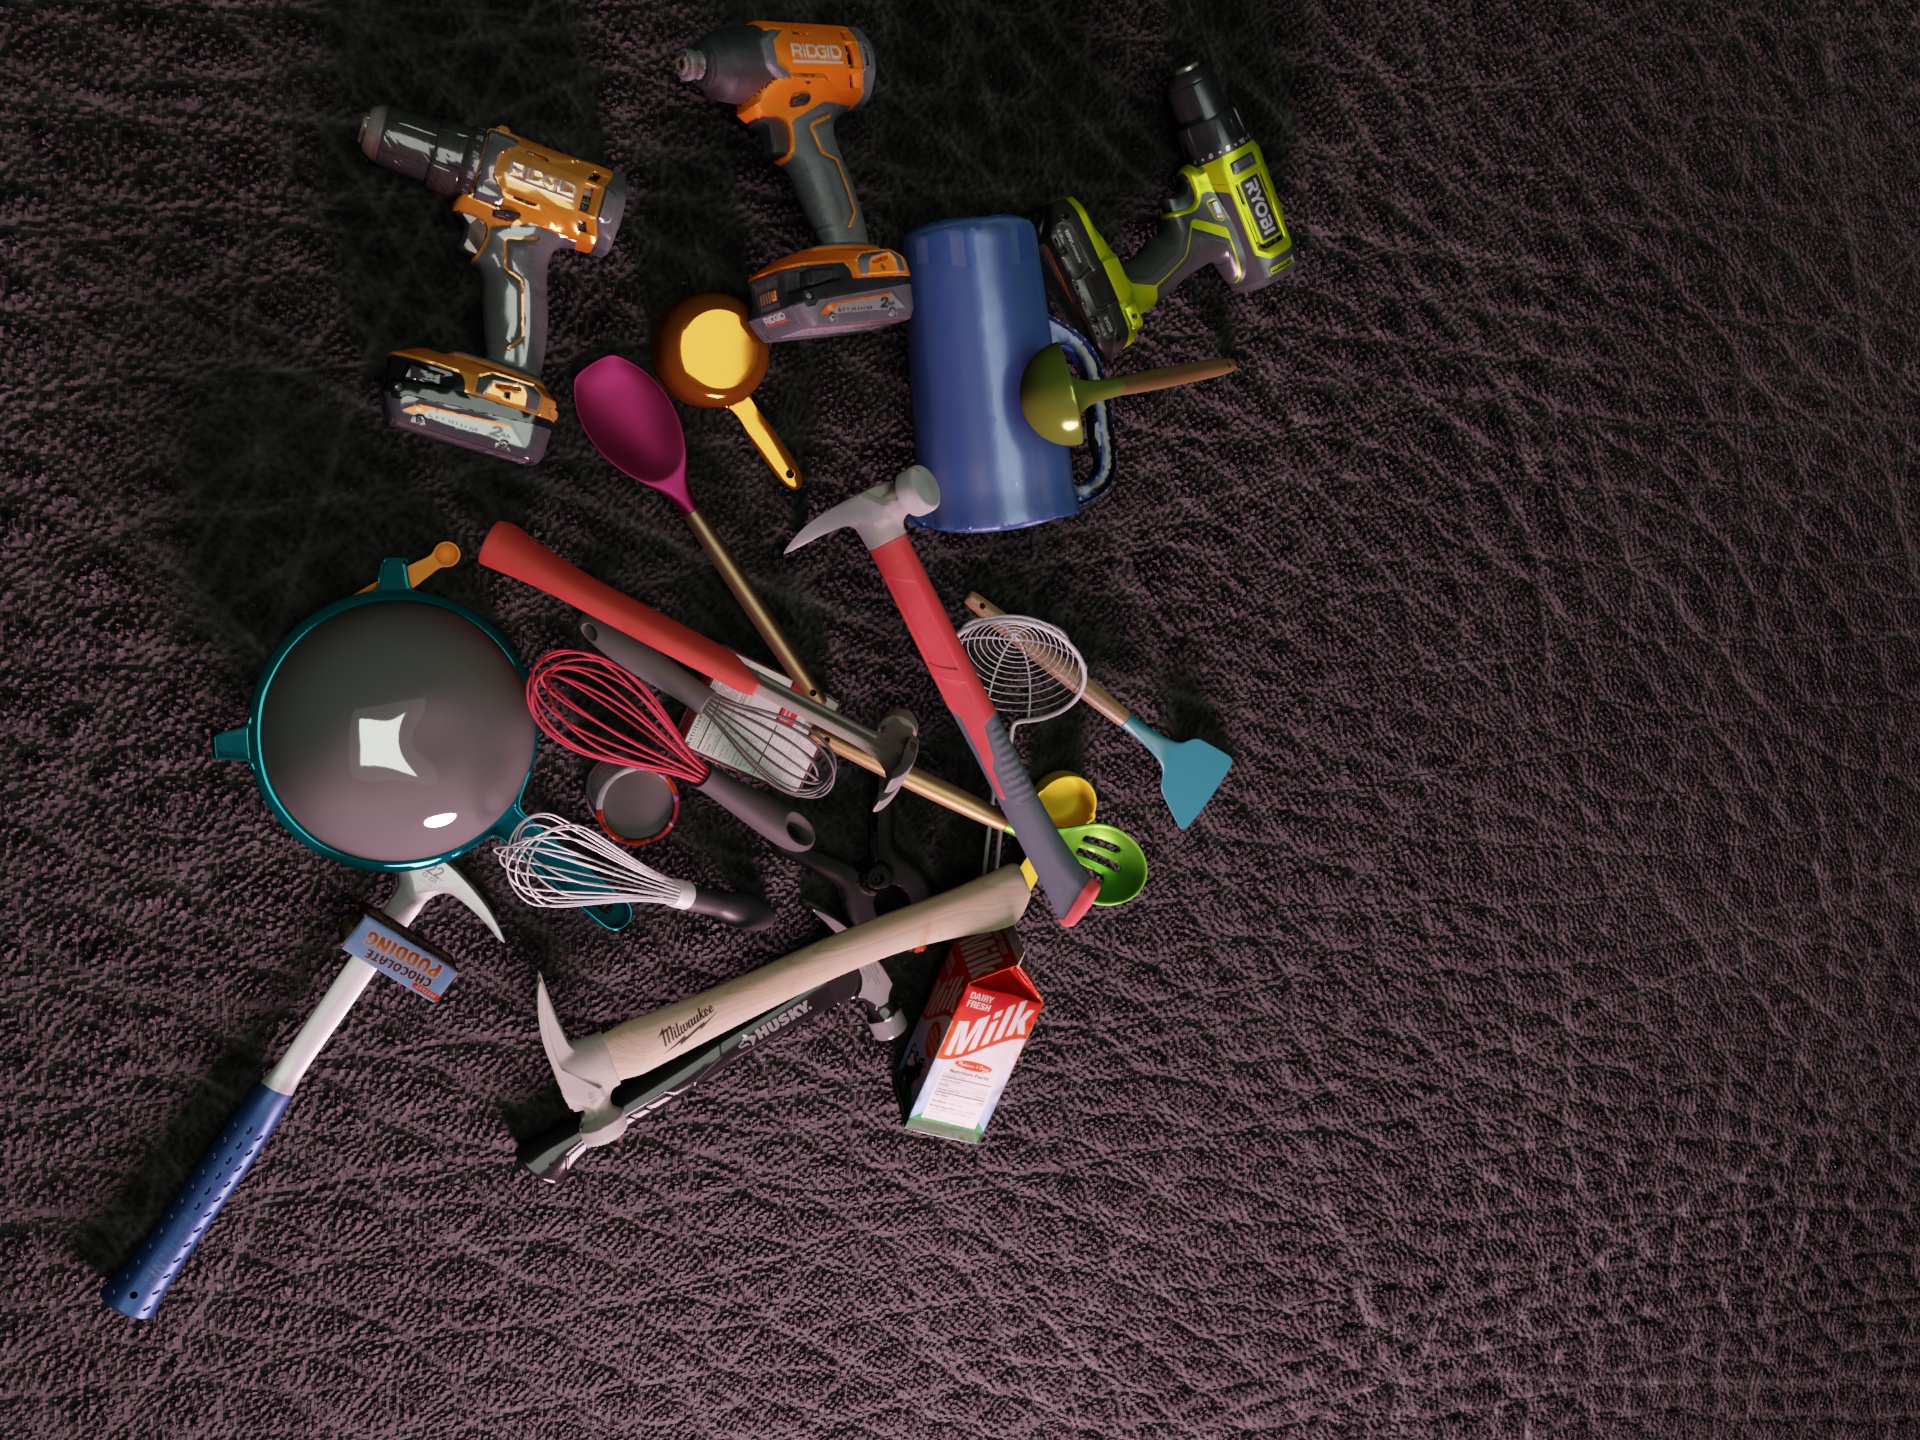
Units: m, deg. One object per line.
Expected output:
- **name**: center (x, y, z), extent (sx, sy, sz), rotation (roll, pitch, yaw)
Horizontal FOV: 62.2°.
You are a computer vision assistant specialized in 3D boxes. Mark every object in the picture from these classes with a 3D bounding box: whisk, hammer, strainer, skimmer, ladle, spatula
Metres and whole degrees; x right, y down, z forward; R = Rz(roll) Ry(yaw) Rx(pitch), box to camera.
- **whisk**: center (-0.242, 0.128, 1.235), extent (0.284, 0.070, 0.070), rotation (26, 89, -51)
- **hammer**: center (-0.215, 0.280, 1.331), extent (0.335, 0.035, 0.146), rotation (-29, 110, -14)
- **strainer**: center (-0.356, 0.052, 1.178), extent (0.340, 0.095, 0.211), rotation (47, 68, -25)
- **skimmer**: center (0.029, 0.087, 1.363), extent (0.127, 0.090, 0.363), rotation (6, 100, 1)
- **hammer**: center (-0.136, 0.198, 1.298), extent (0.410, 0.038, 0.146), rotation (-22, 104, -14)
- **hammer**: center (-0.002, -0.004, 1.279), extent (0.038, 0.143, 0.386), rotation (-39, 105, -54)
- **whisk**: center (-0.197, -0.016, 1.237), extent (0.239, 0.055, 0.055), rotation (33, 86, 2)
- **hammer**: center (-0.197, -0.047, 1.197), extent (0.359, 0.149, 0.036), rotation (28, 109, -5)
- **hammer**: center (-0.508, 0.273, 1.210), extent (0.144, 0.035, 0.405), rotation (36, 86, -23)
- **ladle**: center (0.151, -0.277, 1.290), extent (0.320, 0.062, 0.078), rotation (-23, 101, -48)
- **spatula**: center (0.122, -0.016, 1.420), extent (0.317, 0.044, 0.082), rotation (38, 86, -19)
- **whisk**: center (-0.212, 0.032, 1.217), extent (0.295, 0.073, 0.073), rotation (38, 84, -40)

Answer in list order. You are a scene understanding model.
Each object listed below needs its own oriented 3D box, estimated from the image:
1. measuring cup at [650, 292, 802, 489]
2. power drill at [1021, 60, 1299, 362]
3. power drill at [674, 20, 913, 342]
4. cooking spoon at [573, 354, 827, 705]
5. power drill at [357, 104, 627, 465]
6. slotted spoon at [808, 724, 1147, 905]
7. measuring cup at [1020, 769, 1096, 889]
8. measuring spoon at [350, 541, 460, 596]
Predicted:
- **measuring cup**: center (-0.169, -0.253, 1.240), extent (0.095, 0.052, 0.173), rotation (-38, 109, -12)
- **power drill**: center (0.162, -0.422, 1.332), extent (0.228, 0.080, 0.190), rotation (-33, 110, -16)
- **power drill**: center (-0.125, -0.404, 1.188), extent (0.164, 0.084, 0.226), rotation (-17, 101, -41)
- **cooking spoon**: center (-0.197, -0.142, 1.249), extent (0.069, 0.017, 0.318), rotation (-36, 102, -12)
- **power drill**: center (-0.355, -0.315, 1.141), extent (0.185, 0.084, 0.226), rotation (15, 90, -23)
- **slotted spoon**: center (0.016, 0.072, 1.325), extent (0.313, 0.031, 0.070), rotation (26, 101, -15)
- **measuring cup**: center (0.066, 0.114, 1.424), extent (0.062, 0.029, 0.156), rotation (24, 102, -24)
- **measuring spoon**: center (-0.427, -0.100, 1.189), extent (0.117, 0.011, 0.021), rotation (-34, 120, -10)
